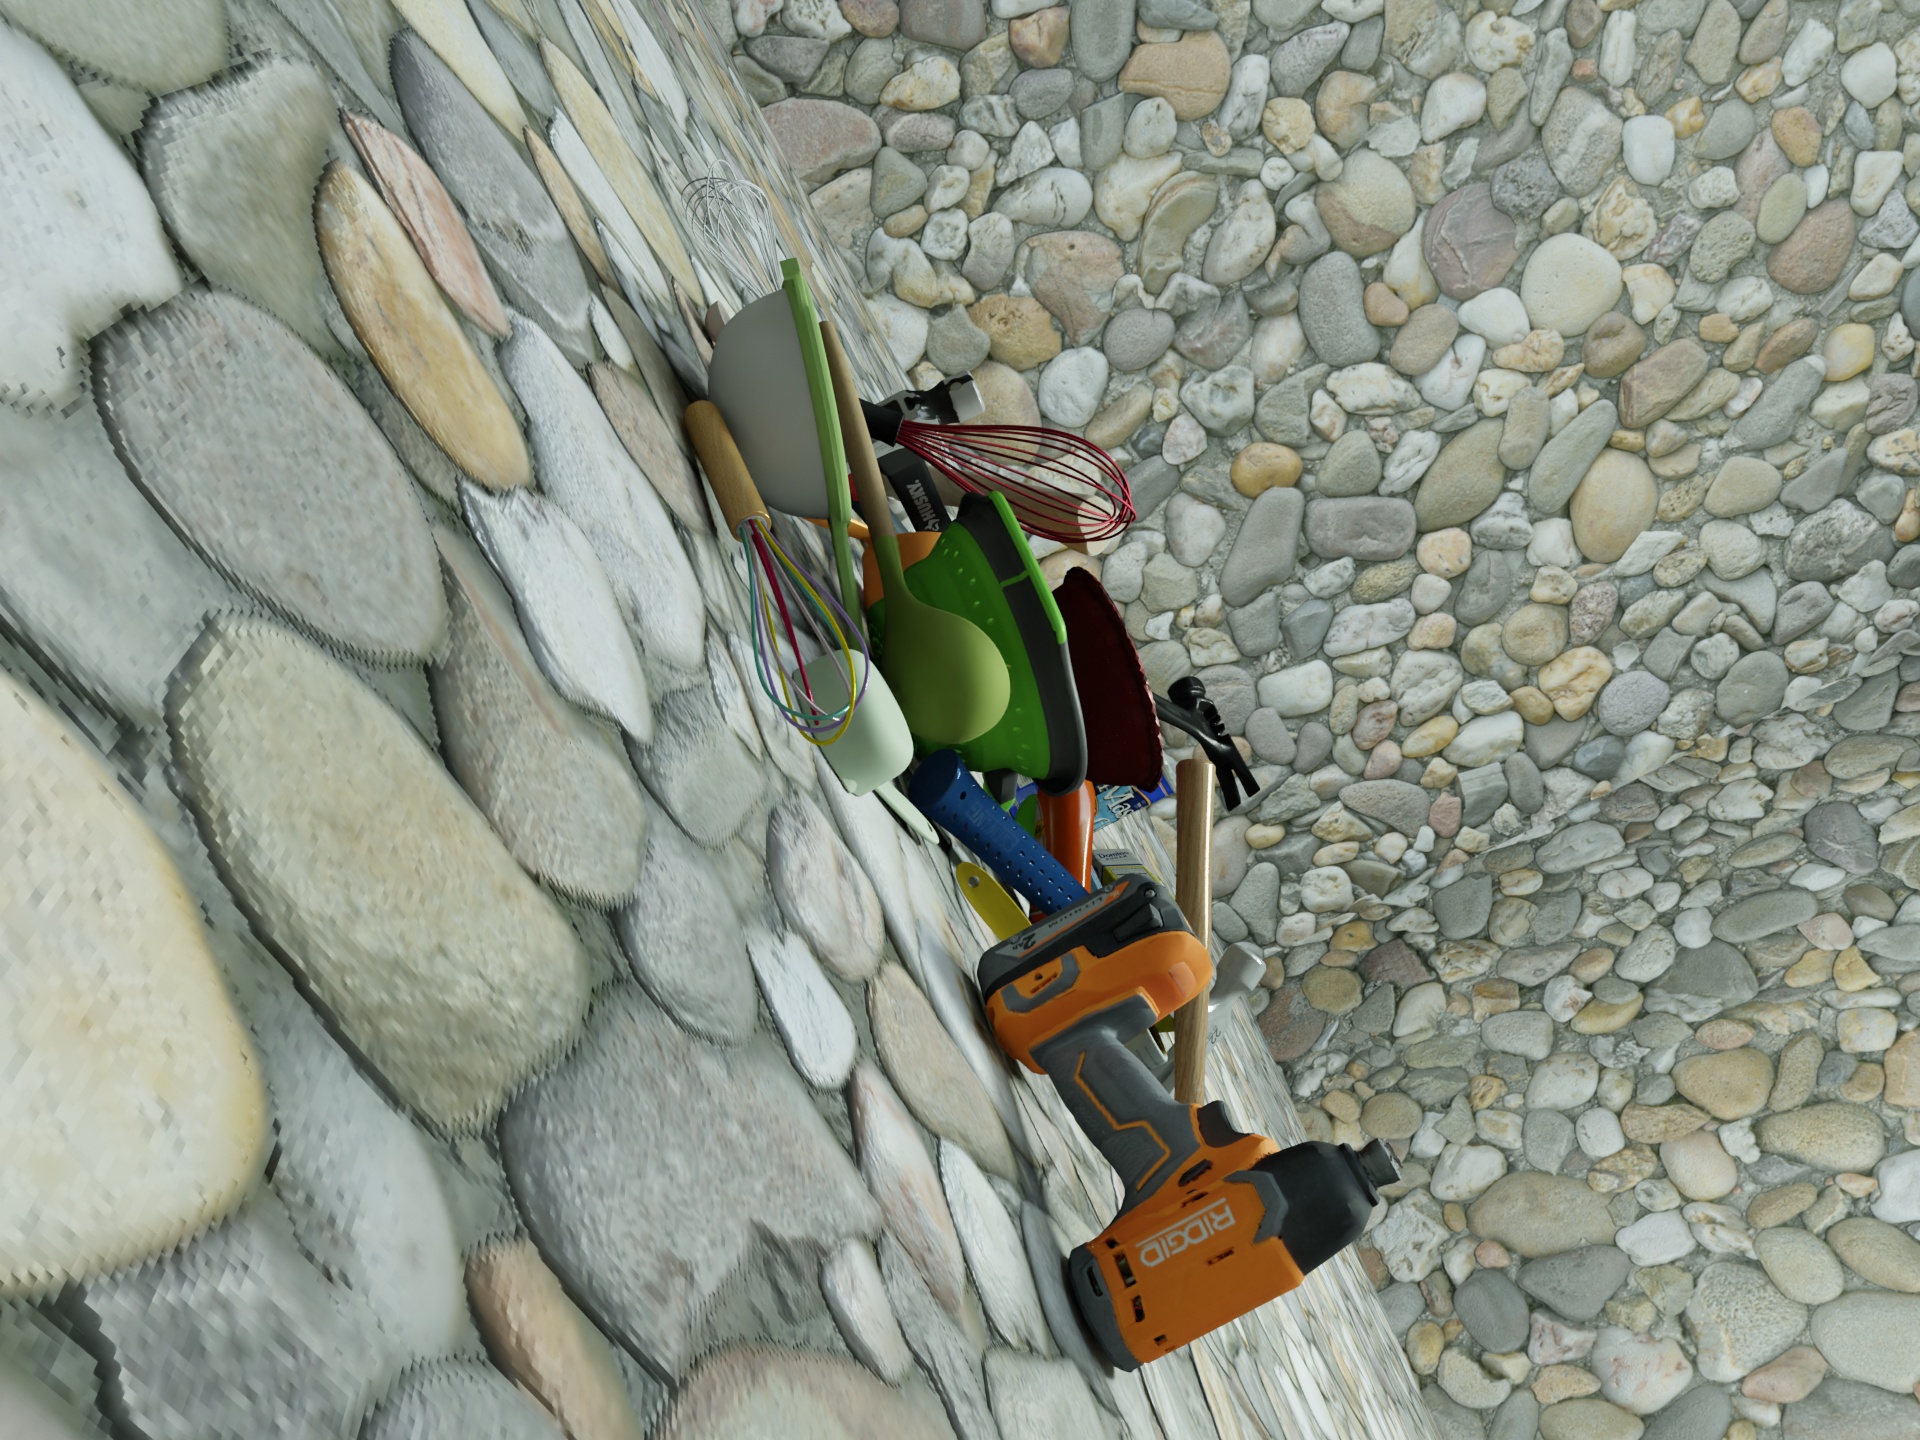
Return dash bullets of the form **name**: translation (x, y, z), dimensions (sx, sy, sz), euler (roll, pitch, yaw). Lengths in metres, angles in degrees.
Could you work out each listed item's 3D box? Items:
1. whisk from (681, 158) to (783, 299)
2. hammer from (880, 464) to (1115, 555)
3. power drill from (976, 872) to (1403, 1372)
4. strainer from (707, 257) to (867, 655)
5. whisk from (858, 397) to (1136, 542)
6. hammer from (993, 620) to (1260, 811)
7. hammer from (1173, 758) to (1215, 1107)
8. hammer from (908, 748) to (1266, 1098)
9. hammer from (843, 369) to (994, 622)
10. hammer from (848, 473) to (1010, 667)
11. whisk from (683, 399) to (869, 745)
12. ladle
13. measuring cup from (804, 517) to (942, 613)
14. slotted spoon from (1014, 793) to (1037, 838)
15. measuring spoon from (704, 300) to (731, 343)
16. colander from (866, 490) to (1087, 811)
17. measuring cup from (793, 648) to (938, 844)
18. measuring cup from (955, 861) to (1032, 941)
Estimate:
- **whisk**: translation (-0.162, -0.367, 1.355), dimensions (0.284, 0.070, 0.070), euler (59, 7, -63)
- **hammer**: translation (-0.001, -0.197, 1.309), dimensions (0.146, 0.038, 0.411), euler (58, -15, -26)
- **power drill**: translation (0.110, 0.190, 0.807), dimensions (0.084, 0.164, 0.227), euler (55, 8, -44)
- **strainer**: translation (-0.101, -0.129, 0.930), dimensions (0.151, 0.069, 0.256), euler (179, -99, -83)
- **whisk**: translation (-0.022, -0.185, 1.050), dimensions (0.296, 0.073, 0.073), euler (20, 11, -2)
- **hammer**: translation (0.131, -0.018, 1.264), dimensions (0.336, 0.034, 0.127), euler (23, 37, -51)
- **hammer**: translation (0.157, 0.192, 1.079), dimensions (0.130, 0.031, 0.331), euler (76, 16, -79)
- **hammer**: translation (0.086, 0.144, 1.095), dimensions (0.035, 0.144, 0.405), euler (25, -14, 46)
- **hammer**: translation (-0.020, -0.137, 1.229), dimensions (0.334, 0.146, 0.035), euler (60, 6, -62)
- **hammer**: translation (-0.027, -0.123, 1.408), dimensions (0.143, 0.038, 0.385), euler (41, -3, 40)
- **whisk**: translation (-0.103, -0.081, 0.808), dimensions (0.047, 0.051, 0.245), euler (96, -26, -48)
- **ladle**: translation (-0.041, -0.125, 0.963), dimensions (0.062, 0.078, 0.320), euler (10, 50, -36)
- **measuring cup**: translation (-0.055, -0.105, 1.130), dimensions (0.173, 0.095, 0.052), euler (18, 63, -48)
- **slotted spoon**: translation (0.109, 0.202, 1.249), dimensions (0.070, 0.031, 0.313), euler (1, -62, 64)
- **measuring spoon**: translation (-0.151, -0.230, 1.103), dimensions (0.034, 0.018, 0.124), euler (-61, 130, -82)
- **colander**: translation (-0.002, -0.003, 1.095), dimensions (0.396, 0.094, 0.205), euler (92, -24, -66)
- **measuring cup**: translation (-0.036, 0.021, 0.874), dimensions (0.167, 0.038, 0.083), euler (51, 14, -49)
- **measuring cup**: translation (0.047, 0.147, 1.000), dimensions (0.156, 0.062, 0.029), euler (51, -4, -7)
